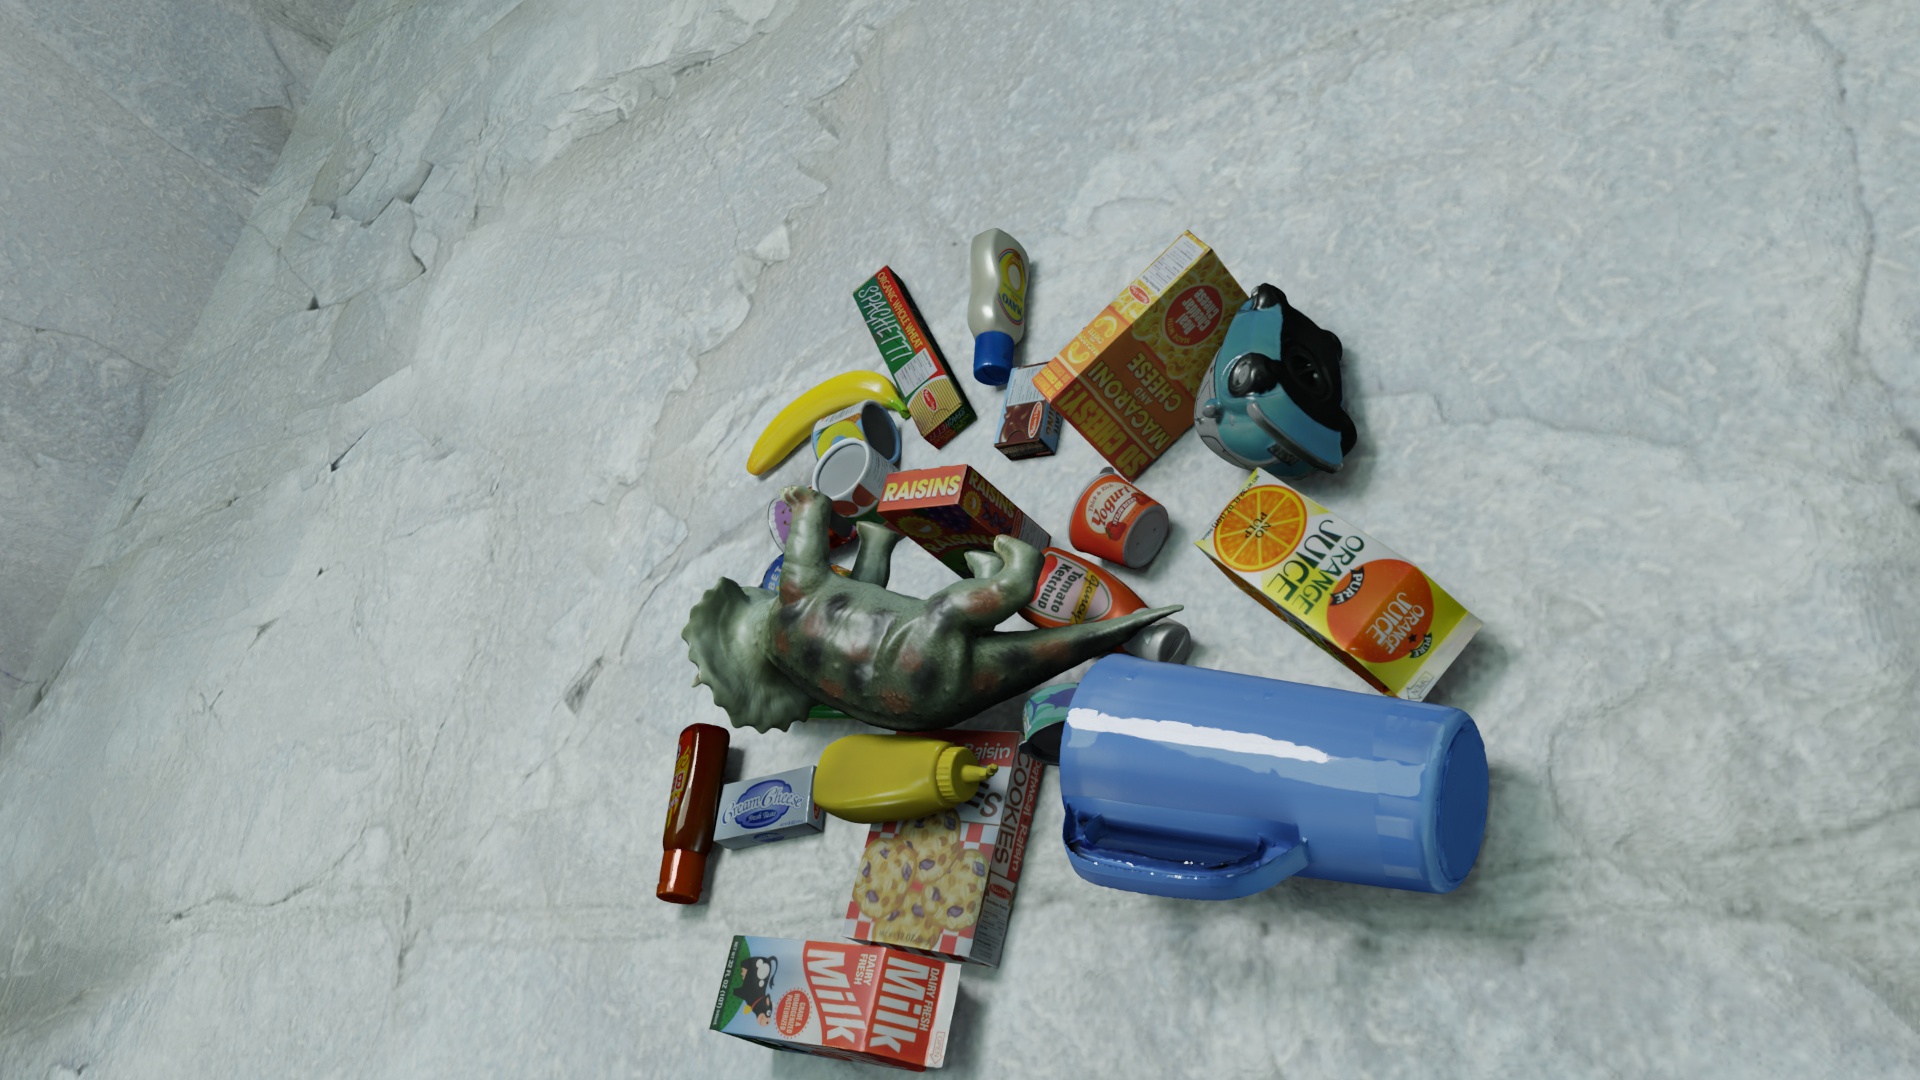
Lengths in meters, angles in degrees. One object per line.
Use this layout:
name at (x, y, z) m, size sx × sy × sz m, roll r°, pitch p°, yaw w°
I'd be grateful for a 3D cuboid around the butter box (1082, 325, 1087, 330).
butter box at (0.139, -0.152, 1.184) m, size 0.053 × 0.024 × 0.104 m, roll -28°, pitch 47°, yaw 23°

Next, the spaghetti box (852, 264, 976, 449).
spaghetti box at (-0.048, -0.184, 1.355) m, size 0.050 × 0.028 × 0.251 m, roll -38°, pitch 45°, yaw 13°

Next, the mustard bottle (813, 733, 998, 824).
mustard bottle at (-0.036, 0.176, 1.027) m, size 0.160 × 0.048 × 0.065 m, roll -8°, pitch 56°, yaw 36°

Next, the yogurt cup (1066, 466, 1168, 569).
yogurt cup at (0.124, -0.013, 1.075) m, size 0.054 × 0.072 × 0.072 m, roll 29°, pitch 82°, yaw 38°

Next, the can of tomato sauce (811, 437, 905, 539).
can of tomato sauce at (-0.085, -0.044, 1.250) m, size 0.071 × 0.083 × 0.071 m, roll -21°, pitch 51°, yaw 28°

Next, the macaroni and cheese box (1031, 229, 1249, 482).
macaroni and cheese box at (0.155, -0.142, 1.092) m, size 0.166 × 0.123 × 0.040 m, roll -43°, pitch 41°, yaw 8°

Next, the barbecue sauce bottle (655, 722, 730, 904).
barbecue sauce bottle at (-0.232, 0.237, 1.203) m, size 0.064 × 0.044 × 0.149 m, roll 132°, pitch 148°, yaw -54°

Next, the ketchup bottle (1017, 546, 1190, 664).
ketchup bottle at (0.108, 0.056, 1.055) m, size 0.149 × 0.043 × 0.065 m, roll 25°, pitch 80°, yaw 45°

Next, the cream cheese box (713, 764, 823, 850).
cream cheese box at (-0.159, 0.225, 1.172) m, size 0.103 × 0.024 × 0.053 m, roll -18°, pitch 51°, yaw 30°

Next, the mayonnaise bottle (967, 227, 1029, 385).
mayonnaise bottle at (0.034, -0.214, 1.287) m, size 0.041 × 0.064 × 0.149 m, roll -16°, pitch 57°, yaw 34°

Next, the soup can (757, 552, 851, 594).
soup can at (-0.128, 0.051, 1.231) m, size 0.084 × 0.071 × 0.071 m, roll 20°, pitch 76°, yaw 45°

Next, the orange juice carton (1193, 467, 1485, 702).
orange juice carton at (0.254, 0.034, 0.930) m, size 0.072 × 0.073 × 0.193 m, roll -49°, pitch 44°, yaw 1°

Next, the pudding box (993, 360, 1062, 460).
pudding box at (0.063, -0.114, 1.216) m, size 0.049 × 0.030 × 0.084 m, roll -6°, pitch 59°, yaw 35°

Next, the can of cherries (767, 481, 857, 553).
can of cherries at (-0.135, -0.017, 1.288) m, size 0.058 × 0.071 × 0.072 m, roll -23°, pitch 50°, yaw 25°

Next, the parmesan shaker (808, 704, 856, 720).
parmesan shaker at (-0.122, 0.120, 1.179) m, size 0.103 × 0.071 × 0.071 m, roll -5°, pitch 60°, yaw 37°

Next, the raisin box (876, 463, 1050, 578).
raisin box at (0.004, -0.014, 1.129) m, size 0.086 × 0.123 × 0.040 m, roll -4°, pitch 60°, yaw 38°

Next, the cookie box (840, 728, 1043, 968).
cookie box at (-0.011, 0.225, 1.041) m, size 0.123 × 0.040 × 0.168 m, roll -4°, pitch 61°, yaw 38°

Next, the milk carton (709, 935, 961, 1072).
milk carton at (-0.082, 0.333, 1.000) m, size 0.190 × 0.073 × 0.072 m, roll -8°, pitch 58°, yaw 35°

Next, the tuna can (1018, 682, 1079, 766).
tuna can at (0.076, 0.134, 1.010) m, size 0.071 × 0.071 × 0.033 m, roll -26°, pitch 47°, yaw 24°

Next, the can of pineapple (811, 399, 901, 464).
can of pineapple at (-0.097, -0.091, 1.307) m, size 0.057 × 0.071 × 0.071 m, roll -21°, pitch 51°, yaw 28°
